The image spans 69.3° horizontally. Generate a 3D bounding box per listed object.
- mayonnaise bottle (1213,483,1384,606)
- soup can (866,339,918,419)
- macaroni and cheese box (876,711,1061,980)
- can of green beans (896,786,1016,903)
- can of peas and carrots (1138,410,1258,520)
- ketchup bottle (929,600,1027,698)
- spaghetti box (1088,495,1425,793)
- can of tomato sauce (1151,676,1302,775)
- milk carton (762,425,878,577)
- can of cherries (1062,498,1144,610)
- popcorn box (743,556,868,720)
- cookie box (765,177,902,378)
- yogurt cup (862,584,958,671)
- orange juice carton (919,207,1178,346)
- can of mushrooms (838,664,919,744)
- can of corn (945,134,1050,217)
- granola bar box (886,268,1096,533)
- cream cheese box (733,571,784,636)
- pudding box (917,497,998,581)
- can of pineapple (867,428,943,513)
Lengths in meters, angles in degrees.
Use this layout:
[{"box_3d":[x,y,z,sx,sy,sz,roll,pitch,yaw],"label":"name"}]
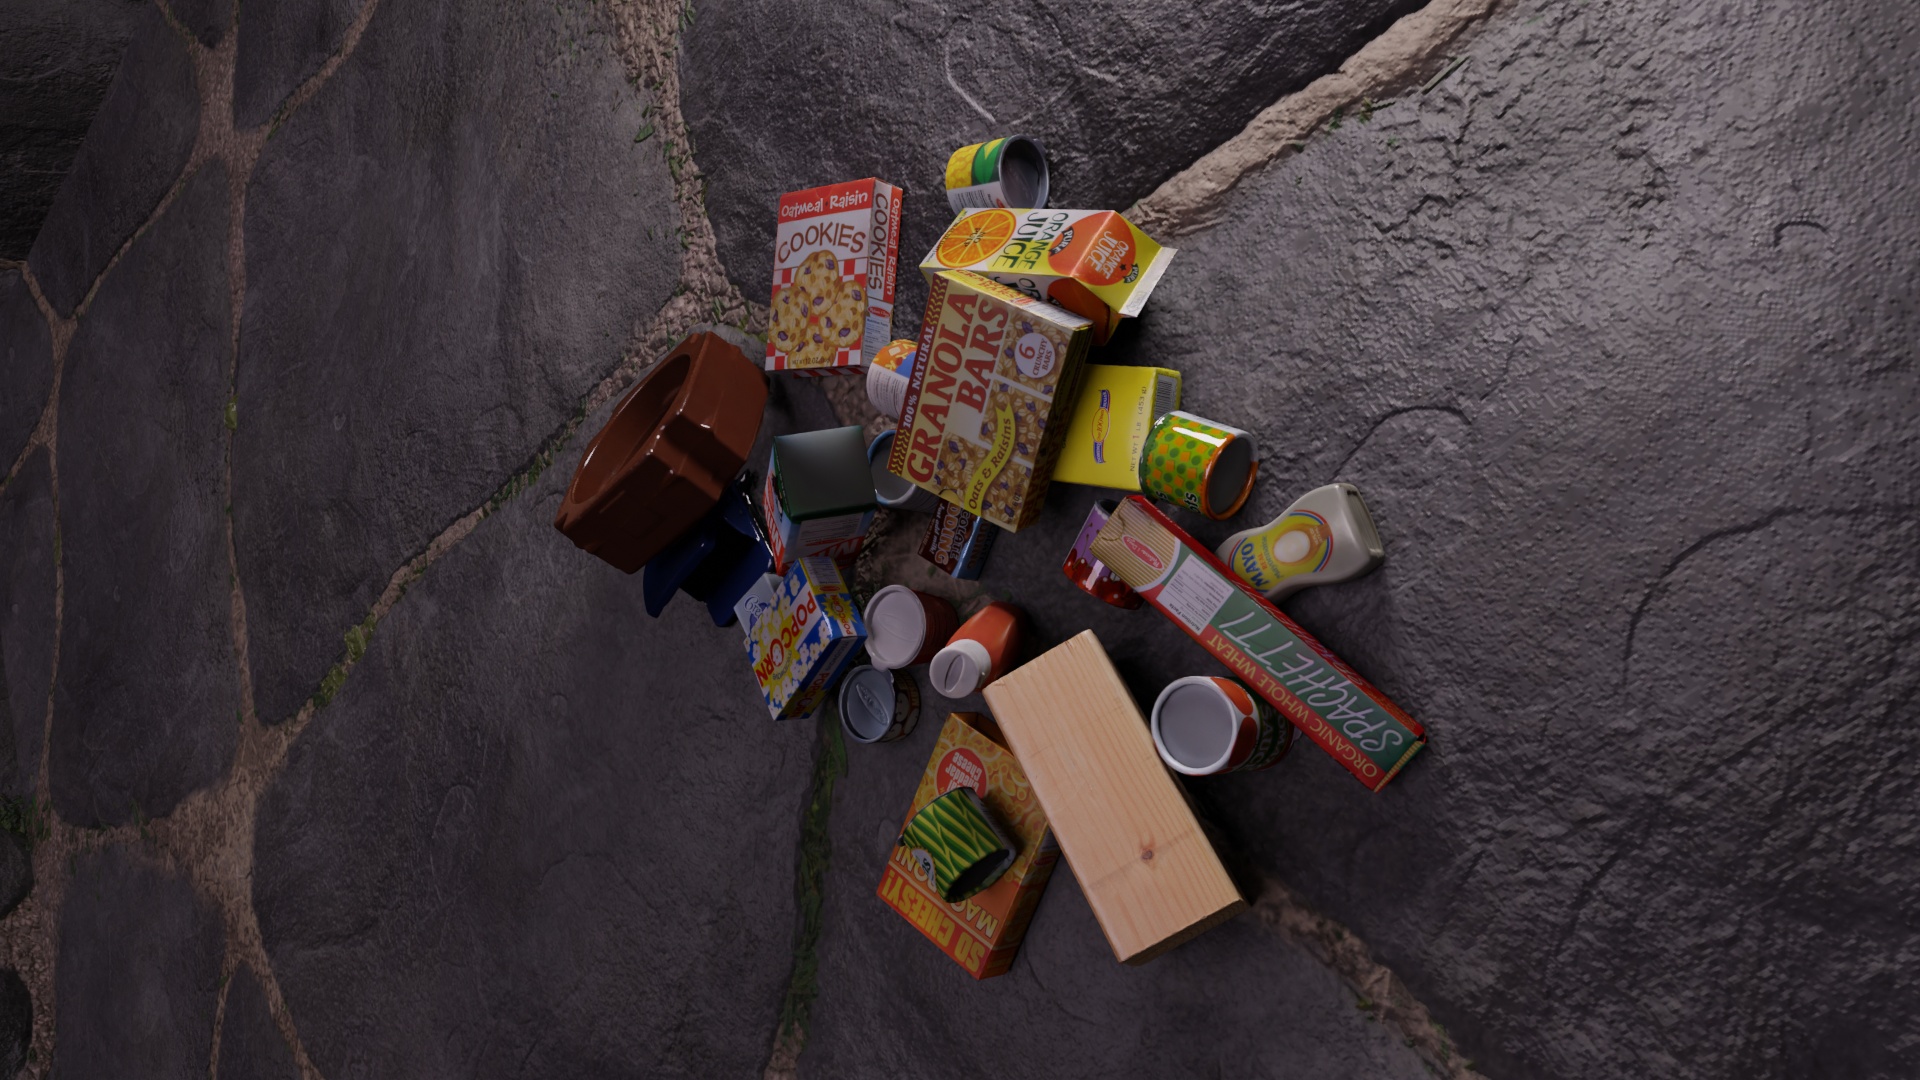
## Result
[{"box_3d":[0.211,0.016,0.950,0.147,0.041,0.065,-28,72,34],"label":"mayonnaise bottle"},{"box_3d":[-0.025,-0.126,1.151,0.084,0.071,0.071,27,102,39],"label":"soup can"},{"box_3d":[0.015,0.236,1.088,0.124,0.040,0.166,30,103,37],"label":"macaroni and cheese box"},{"box_3d":[-0.001,0.226,1.032,0.071,0.071,0.058,-53,58,23],"label":"can of green beans"},{"box_3d":[0.167,-0.051,0.979,0.059,0.071,0.071,23,100,39],"label":"can of peas and carrots"},{"box_3d":[0.014,0.086,1.036,0.043,0.149,0.064,21,100,11],"label":"ketchup bottle"},{"box_3d":[0.194,0.065,0.924,0.250,0.029,0.050,41,112,18],"label":"spaghetti box"},{"box_3d":[0.179,0.125,0.936,0.071,0.083,0.071,-5,82,39],"label":"can of tomato sauce"},{"box_3d":[-0.124,-0.024,1.182,0.189,0.073,0.072,118,140,-66],"label":"milk carton"},{"box_3d":[0.117,0.011,1.012,0.071,0.071,0.058,38,109,36],"label":"can of cherries"},{"box_3d":[-0.133,0.084,1.177,0.126,0.038,0.085,-53,52,39],"label":"popcorn box"},{"box_3d":[-0.116,-0.234,1.253,0.123,0.040,0.167,2,86,40],"label":"cookie box"},{"box_3d":[-0.039,0.072,1.143,0.072,0.054,0.072,-5,81,39],"label":"yogurt cup"},{"box_3d":[0.070,-0.202,1.059,0.193,0.072,0.072,13,59,40],"label":"orange juice carton"},{"box_3d":[-0.067,0.136,1.173,0.071,0.033,0.071,-6,81,40],"label":"can of mushrooms"},{"box_3d":[0.031,-0.292,1.123,0.058,0.071,0.071,1,86,40],"label":"can of corn"},{"box_3d":[0.019,-0.105,1.042,0.124,0.039,0.164,27,116,25],"label":"granola bar box"},{"box_3d":[-0.166,0.085,1.267,0.053,0.024,0.104,-45,59,26],"label":"cream cheese box"},{"box_3d":[0.004,-0.014,1.134,0.050,0.030,0.083,32,105,37],"label":"pudding box"},{"box_3d":[-0.039,-0.059,1.157,0.071,0.058,0.071,-5,81,40],"label":"can of pineapple"}]
